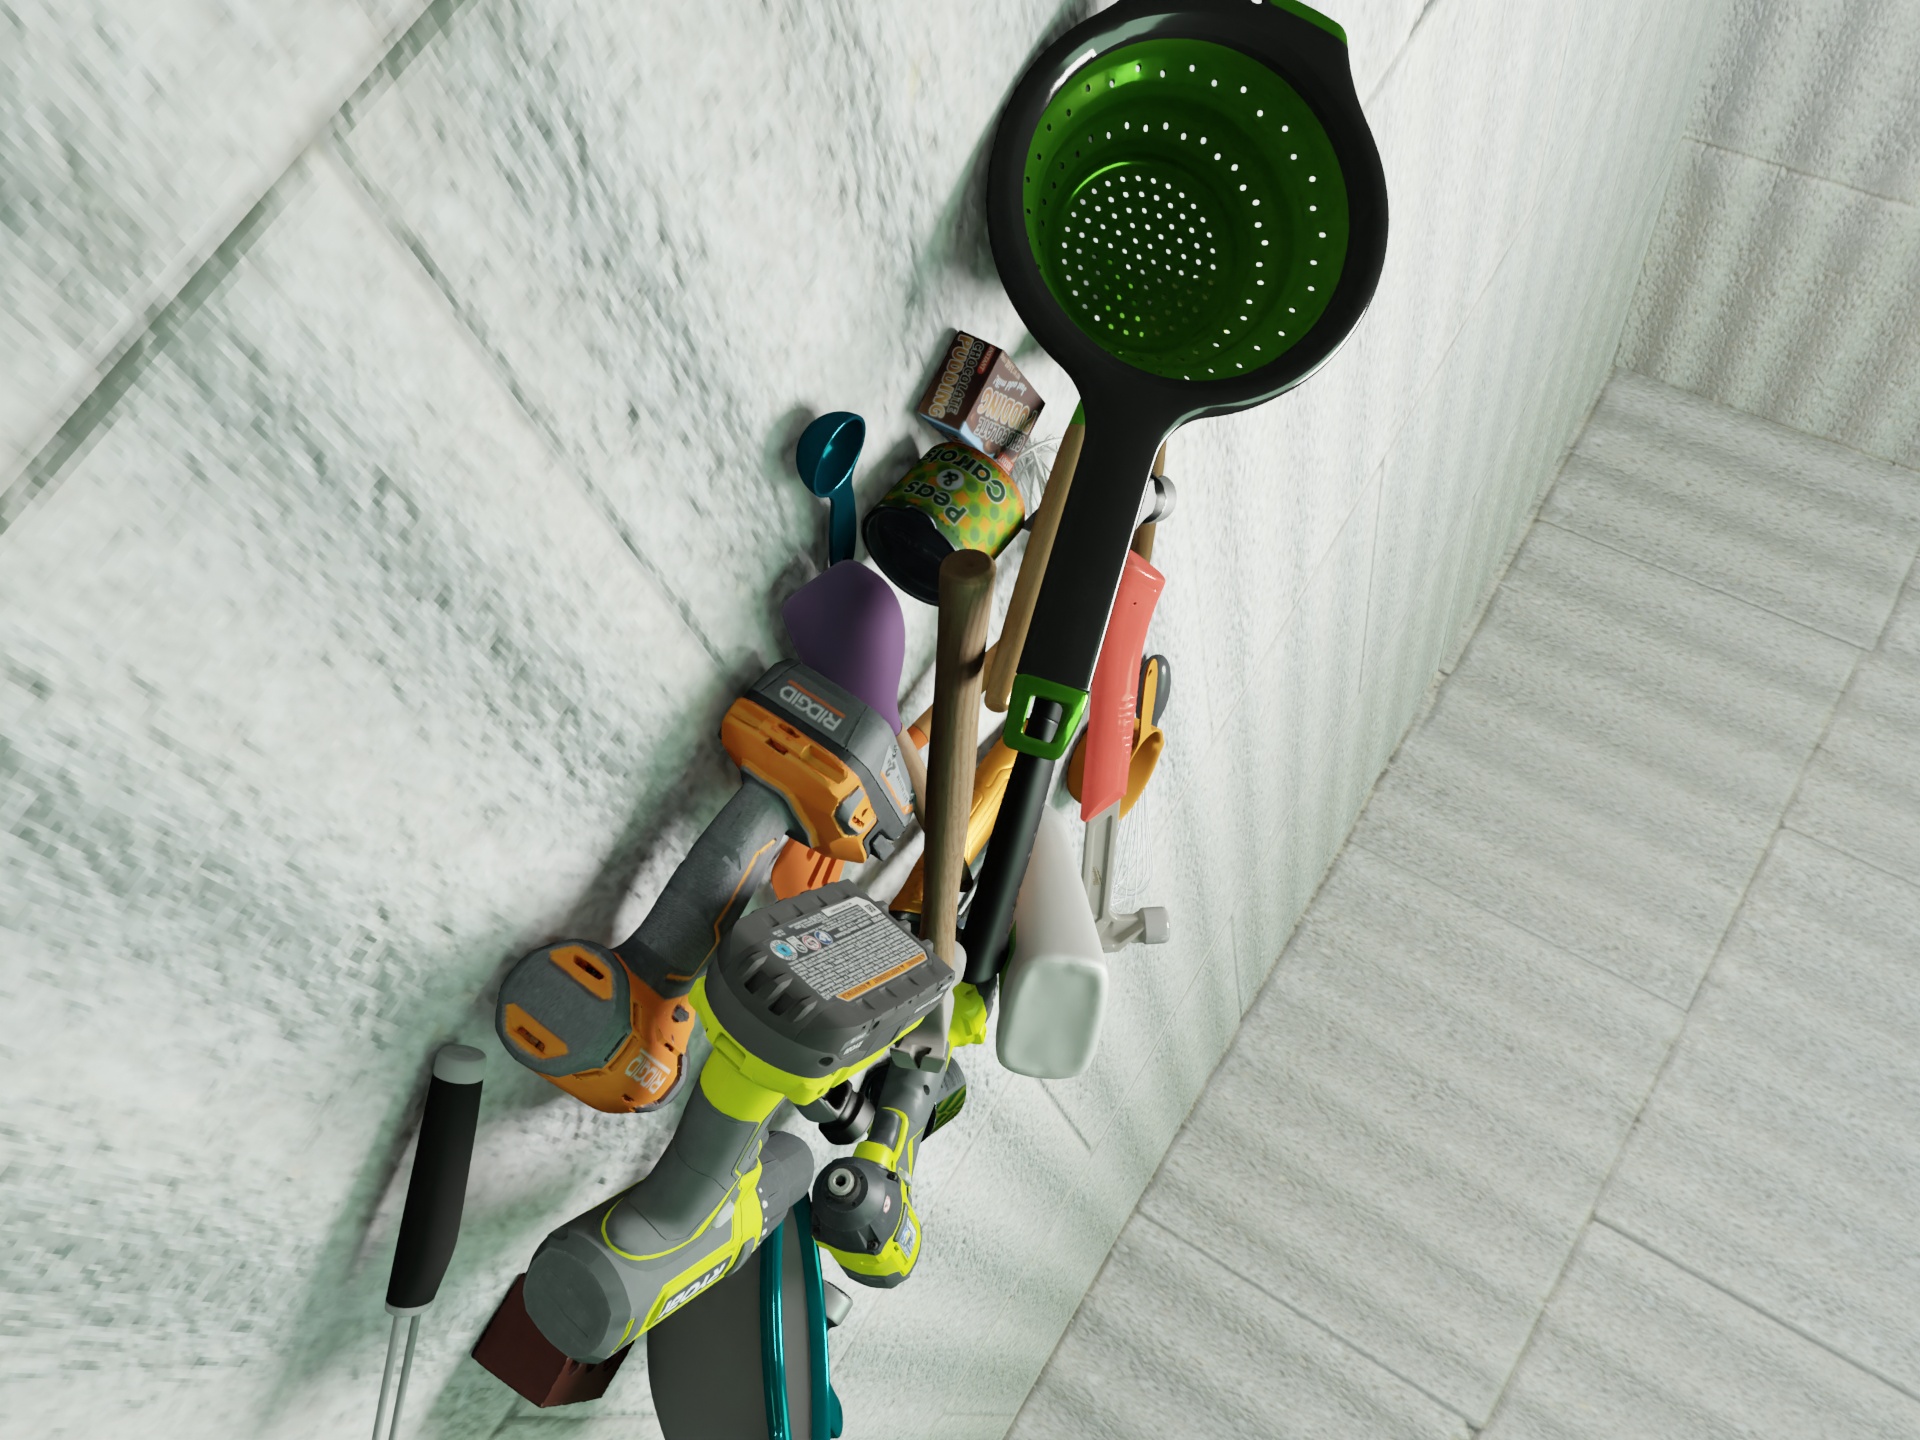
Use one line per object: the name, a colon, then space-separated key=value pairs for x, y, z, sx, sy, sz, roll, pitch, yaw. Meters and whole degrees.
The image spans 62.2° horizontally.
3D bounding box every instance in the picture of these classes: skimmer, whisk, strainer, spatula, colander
skimmer: x=-0.288 y=0.314 z=0.738 sx=0.127 sy=0.090 sz=0.363 roll=-2 pitch=107 yaw=-63
whisk: x=0.061 y=-0.115 z=1.018 sx=0.059 sy=0.058 sz=0.246 roll=-25 pitch=157 yaw=-1
whisk: x=0.158 y=0.062 z=1.437 sx=0.070 sy=0.070 sz=0.284 roll=-39 pitch=145 yaw=-46
strainer: x=-0.134 y=0.414 z=1.009 sx=0.340 sy=0.095 sz=0.211 roll=86 pitch=-1 yaw=-56
spatula: x=-0.002 y=-0.003 z=0.963 sx=0.322 sy=0.041 sz=0.080 roll=-44 pitch=145 yaw=-18
colander: x=0.083 y=-0.173 z=0.812 sx=0.094 sy=0.204 sz=0.397 roll=178 pitch=-71 yaw=-79
spatula: x=-0.031 y=0.017 z=0.895 sx=0.060 sy=0.018 sz=0.315 roll=-36 pitch=144 yaw=-11

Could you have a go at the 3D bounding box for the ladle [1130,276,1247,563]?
ladle: x=0.146 y=-0.178 z=1.117 sx=0.078 sy=0.062 sz=0.319 roll=-52 pitch=159 yaw=-29

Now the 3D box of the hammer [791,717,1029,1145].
hammer: x=-0.028 y=0.106 z=1.038 sx=0.127 sy=0.034 sz=0.337 roll=57 pitch=45 yaw=-23

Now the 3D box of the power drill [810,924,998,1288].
power drill: x=-0.042 y=0.253 z=1.072 sx=0.171 sy=0.080 sz=0.223 roll=79 pitch=24 yaw=-58

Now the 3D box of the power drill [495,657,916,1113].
power drill: x=-0.120 y=0.096 z=0.799 sx=0.226 sy=0.084 sz=0.164 roll=-52 pitch=159 yaw=-17

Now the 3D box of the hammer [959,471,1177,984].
hammer: x=0.048 y=0.011 z=0.969 sx=0.146 sy=0.035 sz=0.334 roll=-19 pitch=128 yaw=-60

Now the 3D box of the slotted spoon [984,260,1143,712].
slotted spoon: x=0.059 y=-0.135 z=0.860 sx=0.070 sy=0.031 sz=0.314 roll=72 pitch=30 yaw=-54

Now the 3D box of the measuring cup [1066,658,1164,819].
measuring cup: x=0.128 y=0.006 z=1.302 sx=0.095 sy=0.052 sz=0.173 roll=-46 pitch=152 yaw=-37

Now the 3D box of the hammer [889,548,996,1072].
hammer: x=-0.008 y=0.061 z=0.861 sx=0.130 sy=0.031 sz=0.331 roll=-78 pitch=174 yaw=-55

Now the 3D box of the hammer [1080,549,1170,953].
hammer: x=0.106 y=0.035 z=1.248 sx=0.037 sy=0.149 sz=0.358 roll=-103 pitch=-167 yaw=-59

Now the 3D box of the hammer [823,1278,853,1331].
hammer: x=-0.172 y=0.455 z=1.175 sx=0.149 sy=0.036 sz=0.408 roll=-54 pitch=157 yaw=-19

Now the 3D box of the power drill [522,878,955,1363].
power drill: x=-0.099 y=0.193 z=0.784 sx=0.228 sy=0.080 sz=0.190 roll=-59 pitch=160 yaw=22

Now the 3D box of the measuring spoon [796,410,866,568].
measuring spoon: x=-0.065 y=-0.106 z=0.773 sx=0.042 sy=0.021 sz=0.128 roll=-54 pitch=167 yaw=-24
